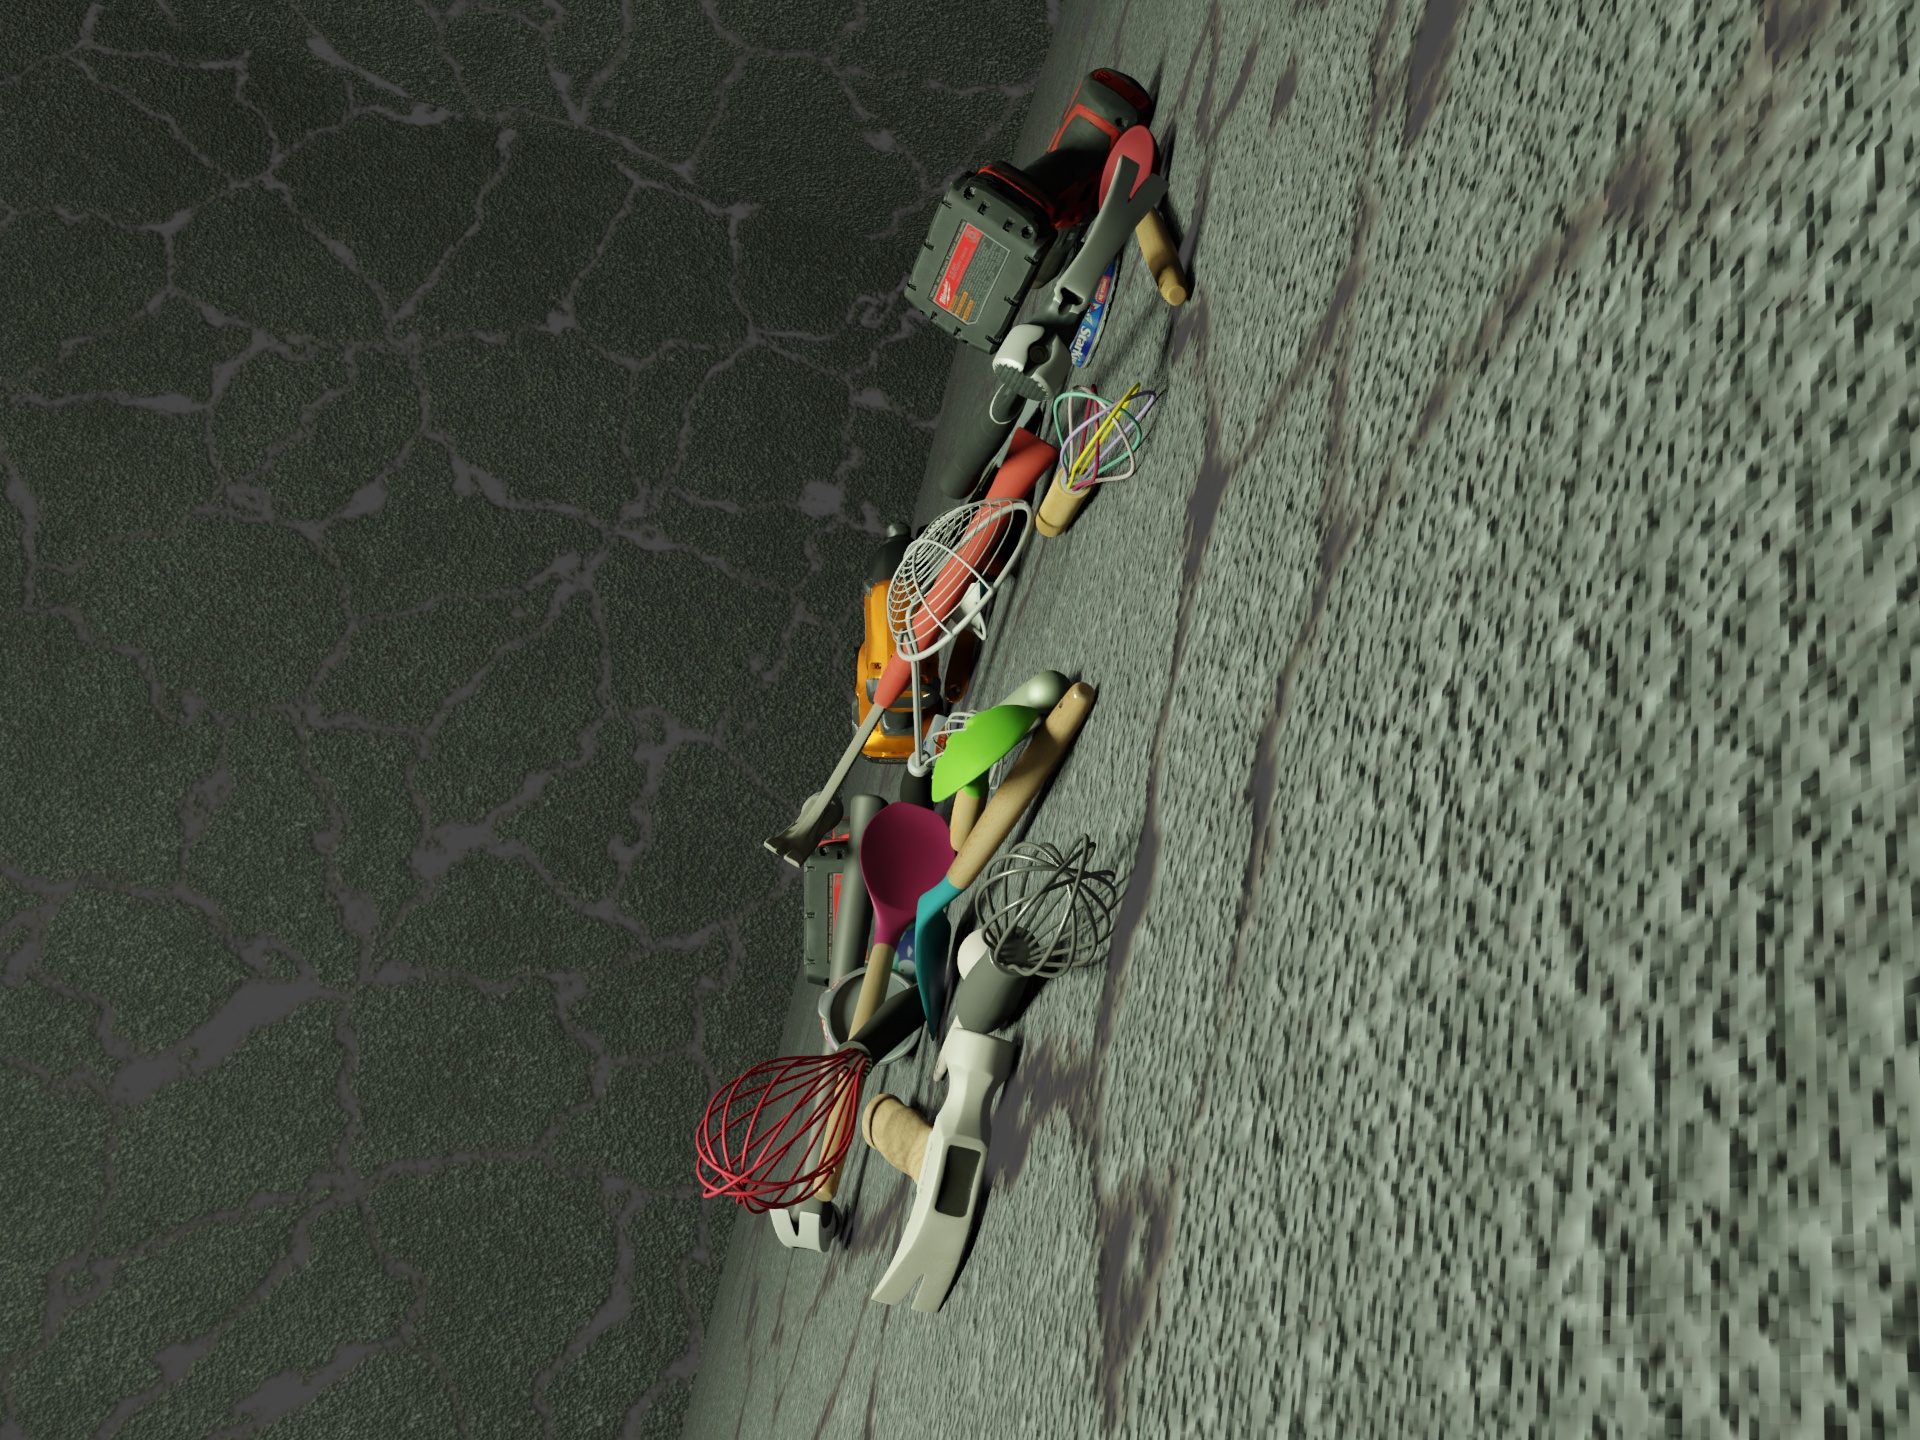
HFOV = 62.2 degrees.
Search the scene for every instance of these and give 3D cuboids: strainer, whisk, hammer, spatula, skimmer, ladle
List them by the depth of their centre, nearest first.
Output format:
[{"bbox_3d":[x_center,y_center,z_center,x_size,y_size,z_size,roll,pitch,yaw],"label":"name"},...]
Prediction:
[{"bbox_3d":[0.023,0.102,0.680,0.238,0.055,0.055,108,175,-65],"label":"whisk"},{"bbox_3d":[-0.026,0.231,0.857,0.331,0.031,0.130,129,156,-77],"label":"hammer"},{"bbox_3d":[0.019,0.076,0.887,0.317,0.044,0.082,120,165,-50],"label":"spatula"},{"bbox_3d":[-0.068,0.198,0.893,0.296,0.073,0.073,-26,-45,-70],"label":"whisk"},{"bbox_3d":[0.065,-0.141,0.908,0.245,0.051,0.047,124,155,-81],"label":"whisk"},{"bbox_3d":[0.024,0.007,0.935,0.246,0.058,0.059,138,112,-74],"label":"whisk"},{"bbox_3d":[0.111,-0.294,0.940,0.316,0.031,0.069,-89,17,-60],"label":"ladle"},{"bbox_3d":[0.036,-0.213,1.005,0.149,0.036,0.409,-60,5,-10],"label":"hammer"},{"bbox_3d":[-0.002,-0.004,1.123,0.363,0.090,0.127,91,-166,-47],"label":"skimmer"},{"bbox_3d":[-0.090,0.220,1.177,0.146,0.035,0.335,75,-158,-76],"label":"hammer"},{"bbox_3d":[-0.035,-0.054,1.185,0.359,0.037,0.149,-59,-1,9],"label":"hammer"},{"bbox_3d":[0.017,-0.153,1.420,0.259,0.050,0.086,-76,-9,-50],"label":"strainer"}]

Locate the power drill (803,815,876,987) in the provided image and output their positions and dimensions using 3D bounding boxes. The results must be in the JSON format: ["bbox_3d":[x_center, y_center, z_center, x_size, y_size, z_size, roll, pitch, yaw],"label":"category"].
[{"bbox_3d":[-0.086,0.158,1.350,0.219,0.078,0.143,-145,55,-89],"label":"power drill"}]

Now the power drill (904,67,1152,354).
[{"bbox_3d":[0.050,-0.363,1.182,0.227,0.080,0.187,-53,-3,-40],"label":"power drill"}]

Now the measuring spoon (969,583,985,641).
[{"bbox_3d":[0.009,-0.115,1.453,0.042,0.021,0.129,112,171,-50],"label":"measuring spoon"}]

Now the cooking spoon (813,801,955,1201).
[{"bbox_3d":[-0.055,0.171,1.043,0.319,0.068,0.017,-77,6,-47],"label":"cooking spoon"}]

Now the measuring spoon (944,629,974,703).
[{"bbox_3d":[0.001,-0.059,1.382,0.011,0.021,0.117,94,-175,-47],"label":"measuring spoon"}]

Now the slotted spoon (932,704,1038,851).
[{"bbox_3d":[0.005,0.044,0.923,0.070,0.031,0.313,-42,-9,-12],"label":"slotted spoon"}]

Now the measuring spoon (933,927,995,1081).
[{"bbox_3d":[-0.004,0.161,0.887,0.034,0.018,0.124,-82,9,-51],"label":"measuring spoon"}]

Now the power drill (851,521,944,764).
[{"bbox_3d":[-0.054,-0.063,1.409,0.226,0.084,0.164,101,168,-70],"label":"power drill"}]
